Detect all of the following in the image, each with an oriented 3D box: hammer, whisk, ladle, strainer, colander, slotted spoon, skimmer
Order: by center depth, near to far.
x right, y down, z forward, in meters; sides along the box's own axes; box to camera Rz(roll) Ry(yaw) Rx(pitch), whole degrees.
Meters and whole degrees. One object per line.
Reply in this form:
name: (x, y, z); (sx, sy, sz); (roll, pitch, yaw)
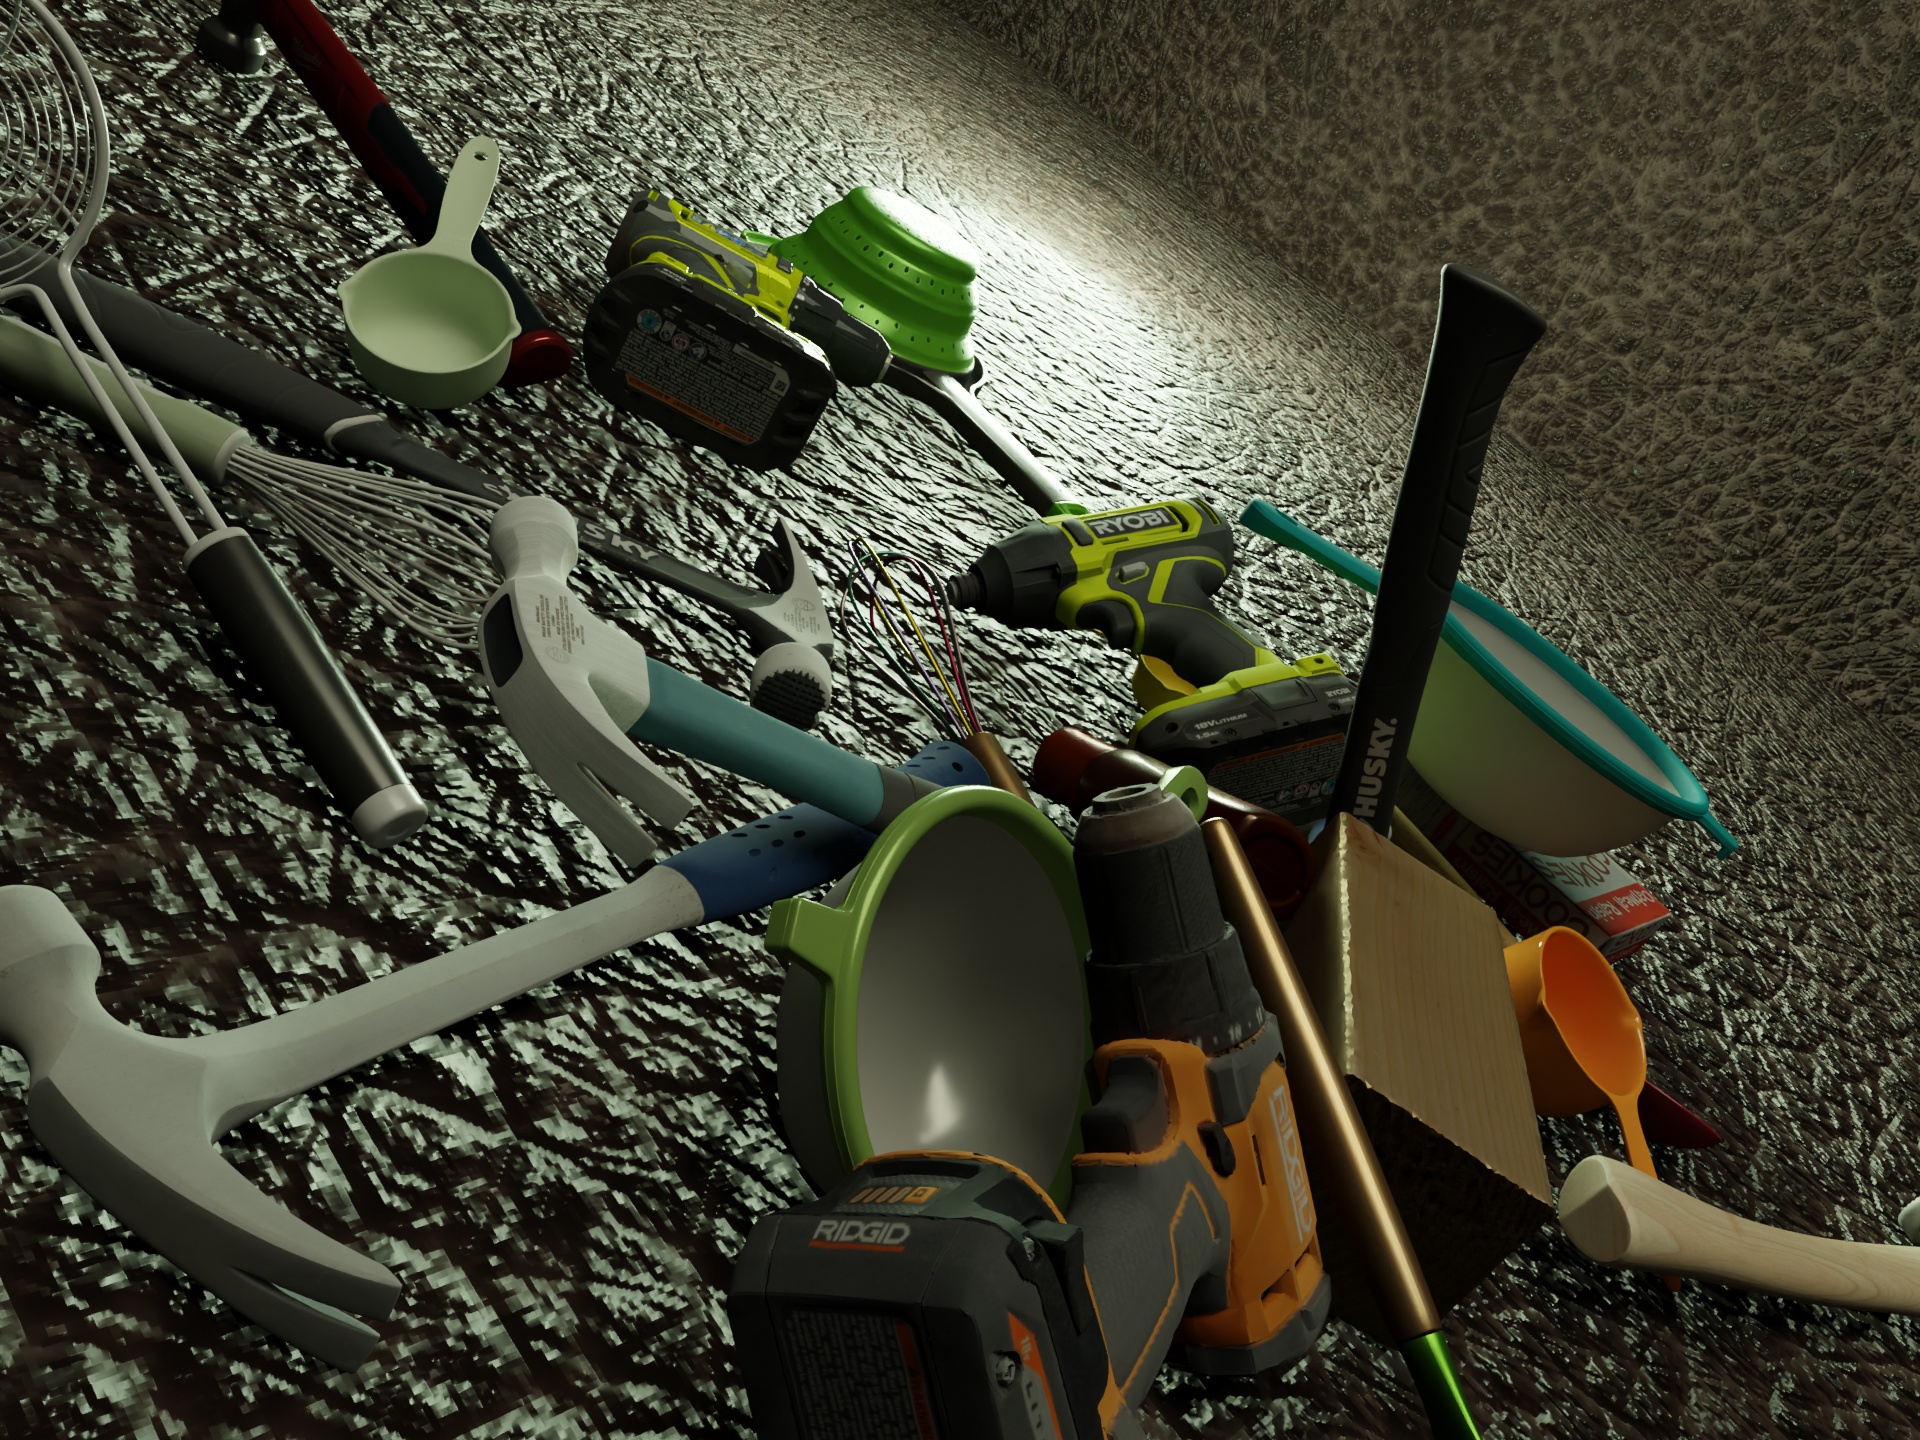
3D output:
slotted spoon: (0.134, 0.171, 0.506); (0.031, 0.070, 0.314); (-4, 60, -26)
skimmer: (-0.292, -0.110, 0.526); (0.363, 0.127, 0.090); (52, -4, 15)
hammer: (-0.098, 0.066, 0.532); (0.144, 0.035, 0.405); (42, 27, 17)
strainer: (0.011, 0.077, 0.545); (0.256, 0.069, 0.151); (-39, 115, -52)
hammer: (-0.025, 0.031, 0.594); (0.330, 0.033, 0.128); (26, 32, -34)
whisk: (-0.270, -0.097, 0.605); (0.246, 0.059, 0.058); (27, -12, -5)
hammer: (-0.240, -0.118, 0.686); (0.408, 0.036, 0.149); (24, 27, -18)
hammer: (0.189, -0.031, 0.706); (0.146, 0.334, 0.035); (8, 27, 4)
hammer: (0.423, 0.269, 0.752); (0.410, 0.038, 0.146); (19, 31, -33)
whisk: (-0.001, -0.001, 0.756); (0.051, 0.047, 0.245); (-3, 47, -33)
hammer: (-0.309, -0.327, 0.864); (0.038, 0.143, 0.387); (-4, 49, -52)
ladle: (0.303, 0.121, 0.901); (0.069, 0.031, 0.316); (41, 11, -47)
strainer: (0.274, -0.015, 0.920); (0.340, 0.095, 0.211); (27, 25, -22)
colander: (-0.005, -0.279, 1.153); (0.204, 0.094, 0.397); (-2, 43, -50)

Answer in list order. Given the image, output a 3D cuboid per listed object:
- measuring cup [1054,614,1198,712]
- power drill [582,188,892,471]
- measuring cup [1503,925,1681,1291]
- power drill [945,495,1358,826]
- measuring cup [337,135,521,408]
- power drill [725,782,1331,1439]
measuring cup: (0.086, -0.041, 0.945); (0.156, 0.029, 0.062); (28, 33, 17)
power drill: (-0.130, -0.235, 0.962); (0.190, 0.080, 0.229); (26, 25, -15)
measuring cup: (0.297, 0.189, 0.770); (0.095, 0.052, 0.174); (14, 57, -40)
power drill: (0.105, -0.036, 0.863); (0.171, 0.080, 0.223); (-12, 43, -20)
measuring cup: (-0.249, -0.220, 0.777); (0.083, 0.038, 0.168); (11, 56, -12)
power drill: (0.034, 0.127, 0.442); (0.226, 0.084, 0.185); (-21, 100, -58)
